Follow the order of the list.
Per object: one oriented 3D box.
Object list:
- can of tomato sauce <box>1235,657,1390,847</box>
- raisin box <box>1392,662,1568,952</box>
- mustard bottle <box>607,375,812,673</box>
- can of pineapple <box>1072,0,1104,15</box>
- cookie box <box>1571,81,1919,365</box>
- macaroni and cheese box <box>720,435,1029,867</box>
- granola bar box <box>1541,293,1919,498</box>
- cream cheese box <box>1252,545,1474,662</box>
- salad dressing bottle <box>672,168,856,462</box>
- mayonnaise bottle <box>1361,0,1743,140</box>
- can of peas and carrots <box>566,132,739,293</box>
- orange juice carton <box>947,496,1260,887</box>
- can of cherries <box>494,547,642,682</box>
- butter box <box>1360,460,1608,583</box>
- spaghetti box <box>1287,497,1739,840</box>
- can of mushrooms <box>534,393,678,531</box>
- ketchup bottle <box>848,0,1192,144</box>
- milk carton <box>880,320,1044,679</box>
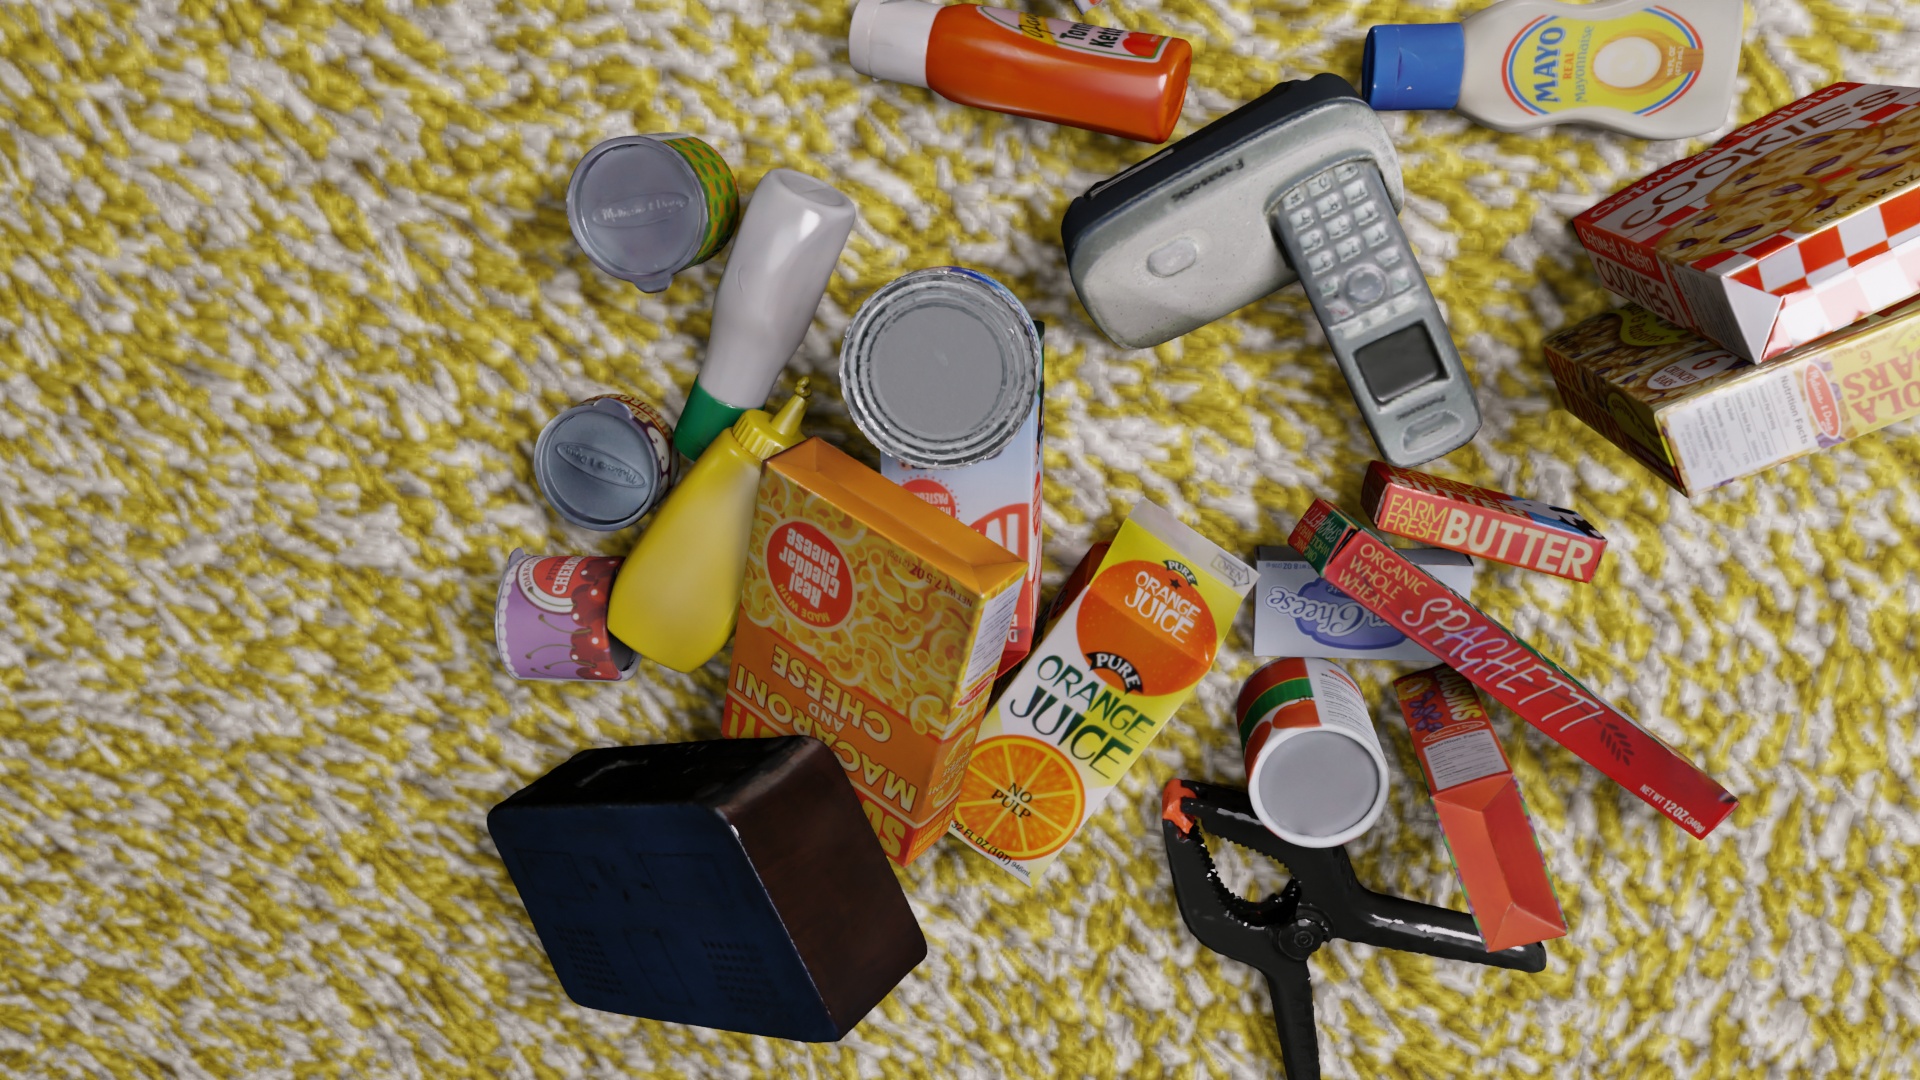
[{"bbox_3d":[0.171,0.104,0.685,0.071,0.083,0.071,2,107,7],"label":"can of tomato sauce"},{"bbox_3d":[0.244,0.121,0.659,0.040,0.124,0.086,-21,103,15],"label":"raisin box"},{"bbox_3d":[-0.111,-0.012,0.672,0.065,0.049,0.159,33,106,-8],"label":"mustard bottle"},{"bbox_3d":[0.061,-0.271,0.593,0.058,0.071,0.071,-27,102,14],"label":"can of pineapple"},{"bbox_3d":[0.331,-0.131,0.547,0.123,0.168,0.040,-27,105,14],"label":"cookie box"},{"bbox_3d":[-0.045,0.053,0.643,0.124,0.040,0.165,31,127,23],"label":"macaroni and cheese box"},{"bbox_3d":[0.323,-0.077,0.565,0.124,0.166,0.039,-22,102,14],"label":"granola bar box"},{"bbox_3d":[0.198,0.032,0.690,0.104,0.024,0.053,1,108,7],"label":"cream cheese box"},{"bbox_3d":[-0.098,-0.103,0.670,0.044,0.064,0.147,32,116,9],"label":"salad dressing bottle"},{"bbox_3d":[0.252,-0.205,0.600,0.148,0.041,0.064,1,109,7],"label":"mayonnaise bottle"},{"bbox_3d":[-0.143,-0.157,0.659,0.071,0.059,0.070,2,108,7],"label":"can of peas and carrots"},{"bbox_3d":[0.063,0.071,0.695,0.072,0.073,0.192,35,108,-3],"label":"orange juice carton"},{"bbox_3d":[-0.201,0.038,0.722,0.058,0.072,0.071,1,107,7],"label":"can of cherries"},{"bbox_3d":[0.244,-0.010,0.656,0.103,0.053,0.024,15,107,3],"label":"butter box"},{"bbox_3d":[0.260,0.061,0.655,0.250,0.050,0.028,33,102,-14],"label":"spaghetti box"},{"bbox_3d":[-0.180,-0.043,0.712,0.071,0.033,0.070,2,107,8],"label":"can of mushrooms"},{"bbox_3d":[0.025,-0.213,0.620,0.149,0.065,0.043,15,122,12],"label":"ketchup bottle"},{"bbox_3d":[0.002,-0.009,0.678,0.073,0.072,0.189,2,108,7],"label":"milk carton"}]
